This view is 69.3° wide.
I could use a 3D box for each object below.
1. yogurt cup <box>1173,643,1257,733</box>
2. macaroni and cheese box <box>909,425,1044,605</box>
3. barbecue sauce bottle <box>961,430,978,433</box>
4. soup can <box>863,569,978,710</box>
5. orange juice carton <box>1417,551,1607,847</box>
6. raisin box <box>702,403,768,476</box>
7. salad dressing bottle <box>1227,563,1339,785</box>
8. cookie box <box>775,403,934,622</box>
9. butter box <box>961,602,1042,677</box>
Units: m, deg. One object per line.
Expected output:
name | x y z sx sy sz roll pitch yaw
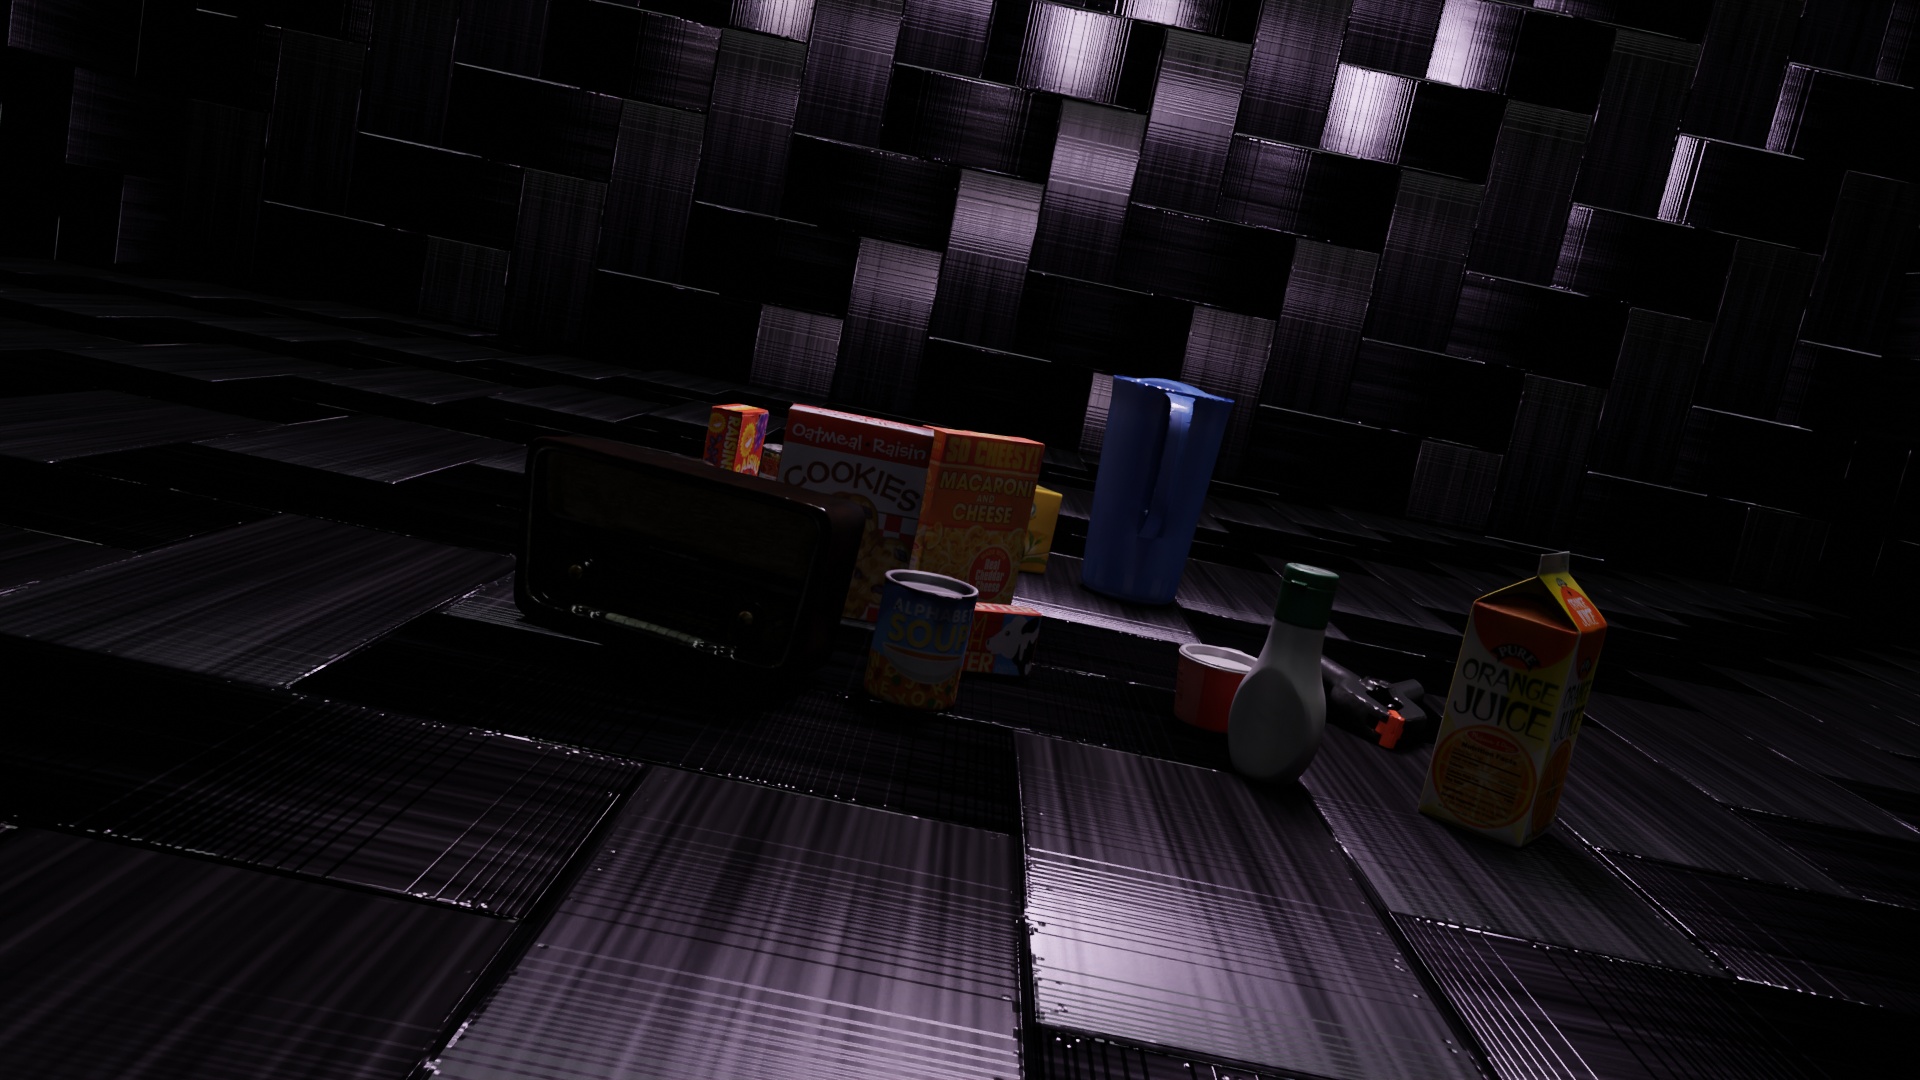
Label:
yogurt cup | 0.196 0.114 1.065 0.072 0.054 0.072 11 9 -2
macaroni and cheese box | 0.005 -0.016 1.265 0.124 0.166 0.040 4 11 -41
barbecue sauce bottle | 0.003 -0.041 1.473 0.065 0.148 0.044 12 8 1
soup can | -0.027 0.069 0.964 0.071 0.083 0.071 11 9 -2
orange juice carton | 0.378 0.101 0.938 0.073 0.192 0.072 18 11 37
raisin box | -0.247 -0.083 1.495 0.040 0.123 0.086 13 9 9
salad dressing bottle | 0.224 0.091 0.949 0.064 0.147 0.044 18 10 36
cookie box | -0.098 -0.022 1.171 0.123 0.167 0.040 11 8 -6
butter box | 0.010 0.075 1.076 0.103 0.053 0.024 7 10 -25
